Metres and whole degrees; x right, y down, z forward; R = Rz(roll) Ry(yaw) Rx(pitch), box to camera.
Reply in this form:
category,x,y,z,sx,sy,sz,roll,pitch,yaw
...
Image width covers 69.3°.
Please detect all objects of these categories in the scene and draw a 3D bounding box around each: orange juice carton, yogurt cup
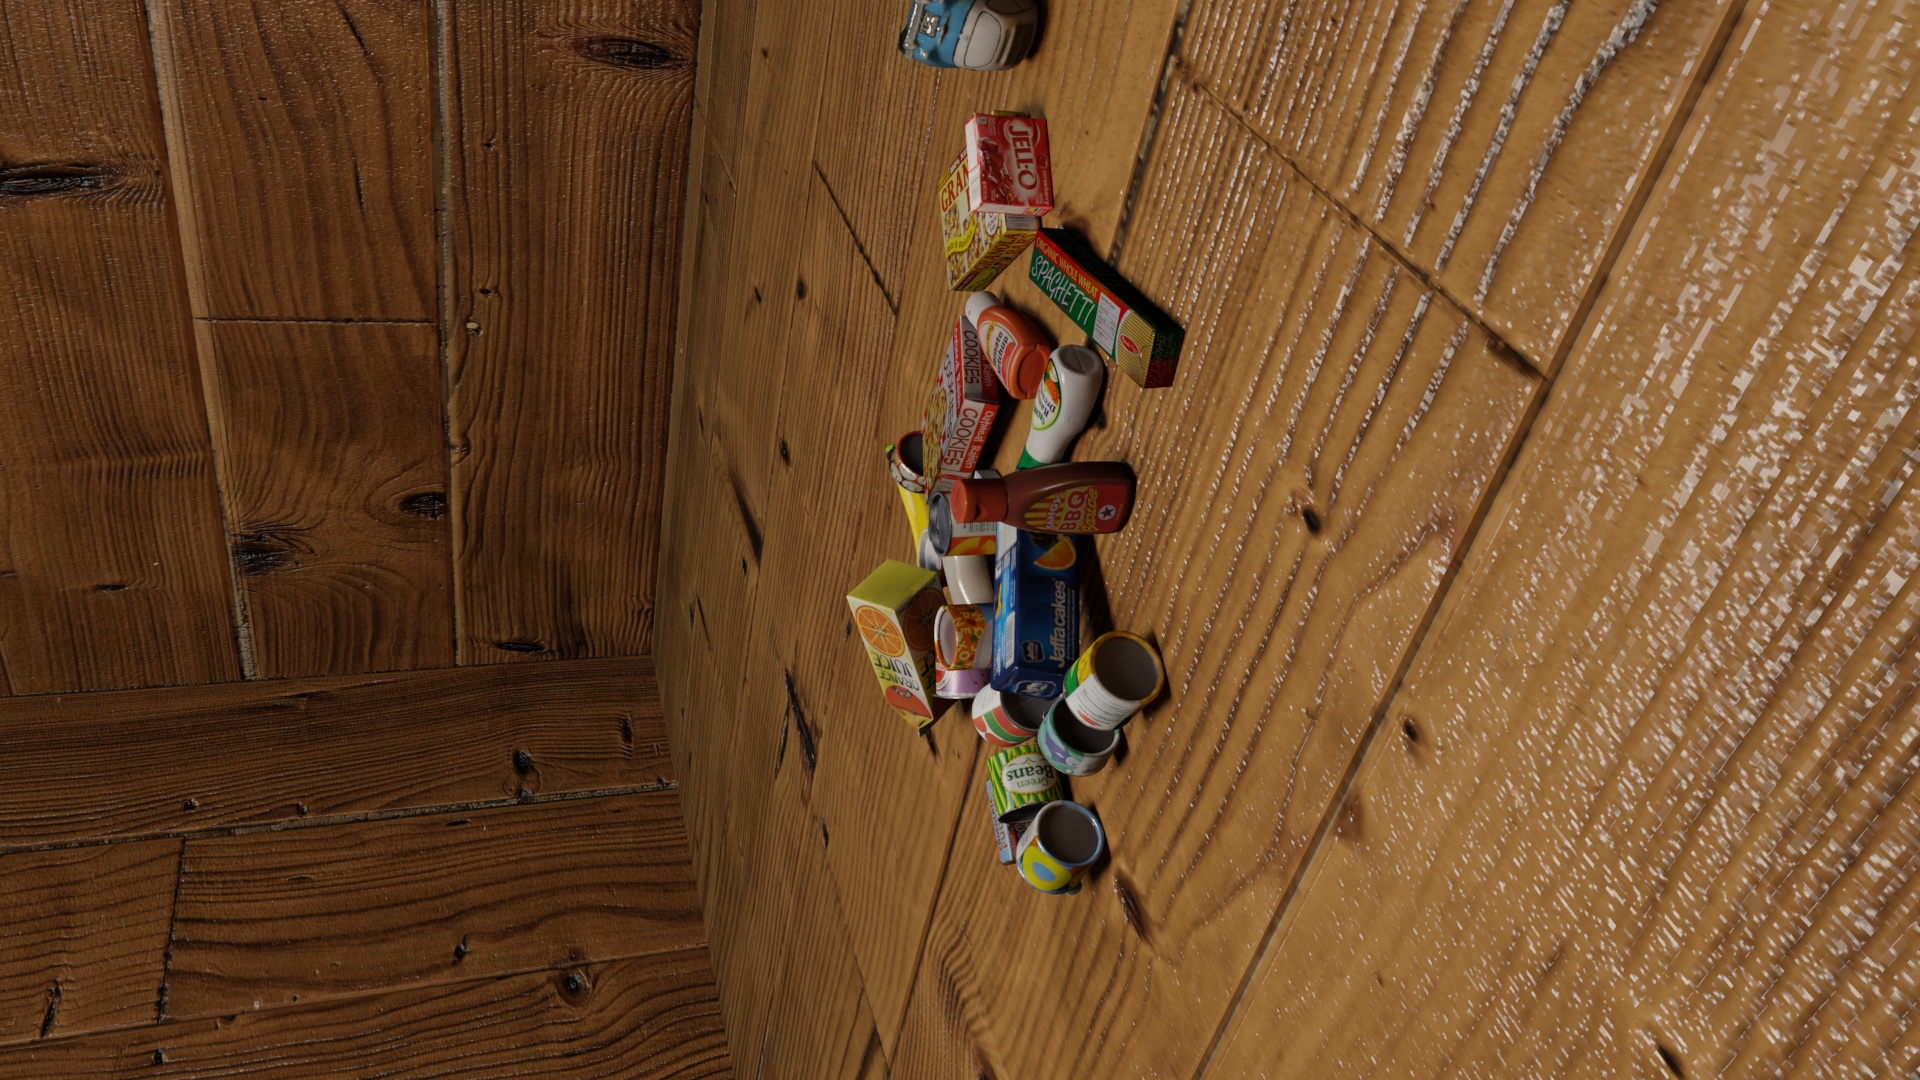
category,x,y,z,sx,sy,sz,roll,pitch,yaw
orange juice carton,-0.048,0.121,1.499,0.073,0.072,0.191,13,133,40
yogurt cup,-0.011,0.019,1.501,0.072,0.054,0.072,179,89,-69

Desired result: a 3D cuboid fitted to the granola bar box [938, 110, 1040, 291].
category,x,y,z,sx,sy,sz,roll,pitch,yaw
granola bar box,0.027,-0.335,1.389,0.165,0.039,0.124,152,114,-68

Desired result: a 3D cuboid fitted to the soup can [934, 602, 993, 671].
category,x,y,z,sx,sy,sz,roll,pitch,yaw
soup can,0.025,0.096,1.370,0.071,0.084,0.071,179,89,-69

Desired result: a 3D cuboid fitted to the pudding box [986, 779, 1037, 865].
category,x,y,z,sx,sy,sz,roll,pitch,yaw
pudding box,0.058,0.269,1.347,0.030,0.050,0.084,131,133,-59

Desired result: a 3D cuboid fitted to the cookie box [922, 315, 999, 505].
category,x,y,z,sx,sy,sz,roll,pitch,yaw
cookie box,-0.001,-0.133,1.452,0.166,0.040,0.123,113,160,-49

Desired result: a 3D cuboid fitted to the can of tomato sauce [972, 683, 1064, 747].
category,x,y,z,sx,sy,sz,roll,pitch,yaw
can of tomato sauce,0.056,0.159,1.321,0.082,0.071,0.071,135,130,-64

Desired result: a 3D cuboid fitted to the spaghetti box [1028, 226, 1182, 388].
category,x,y,z,sx,sy,sz,roll,pitch,yaw
spaghetti box,0.117,-0.202,1.174,0.251,0.029,0.050,-122,36,-53

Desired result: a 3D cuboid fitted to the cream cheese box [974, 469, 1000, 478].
category,x,y,z,sx,sy,sz,roll,pitch,yaw
cream cheese box,0.039,-0.026,1.406,0.104,0.024,0.053,-124,36,-55

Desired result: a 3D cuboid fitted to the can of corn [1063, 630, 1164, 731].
category,x,y,z,sx,sy,sz,roll,pitch,yaw
can of corn,0.125,0.112,1.131,0.058,0.071,0.071,123,140,-56

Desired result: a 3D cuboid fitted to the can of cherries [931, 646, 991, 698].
category,x,y,z,sx,sy,sz,roll,pitch,yaw
can of cherries,0.004,0.132,1.447,0.071,0.071,0.058,-179,87,-70

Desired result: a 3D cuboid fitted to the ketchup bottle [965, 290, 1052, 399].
category,x,y,z,sx,sy,sz,roll,pitch,yaw
ketchup bottle,0.045,-0.196,1.348,0.149,0.043,0.064,-119,33,-52

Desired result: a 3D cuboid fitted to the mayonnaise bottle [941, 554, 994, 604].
category,x,y,z,sx,sy,sz,roll,pitch,yaw
mayonnaise bottle,0.005,0.026,1.438,0.064,0.041,0.148,175,82,-73

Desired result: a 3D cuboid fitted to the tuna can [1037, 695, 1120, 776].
category,x,y,z,sx,sy,sz,roll,pitch,yaw
tuna can,0.101,0.165,1.194,0.032,0.071,0.071,113,148,-46

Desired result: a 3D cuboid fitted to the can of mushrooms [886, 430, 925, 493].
category,x,y,z,sx,sy,sz,roll,pitch,yaw
can of mushrooms,-0.047,-0.090,1.565,0.033,0.071,0.071,123,140,-55

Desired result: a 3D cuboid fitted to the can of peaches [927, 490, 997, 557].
category,x,y,z,sx,sy,sz,roll,pitch,yaw
can of peaches,0.005,-0.017,1.376,0.071,0.058,0.071,177,89,-70

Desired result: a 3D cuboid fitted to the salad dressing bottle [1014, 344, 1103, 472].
category,x,y,z,sx,sy,sz,roll,pitch,yaw
salad dressing bottle,0.085,-0.107,1.246,0.146,0.044,0.064,109,152,-45

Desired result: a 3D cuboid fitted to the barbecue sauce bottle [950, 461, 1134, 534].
category,x,y,z,sx,sy,sz,roll,pitch,yaw
barbecue sauce bottle,0.067,-0.034,1.151,0.044,0.149,0.064,-115,30,-47

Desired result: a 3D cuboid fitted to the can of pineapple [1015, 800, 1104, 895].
category,x,y,z,sx,sy,sz,roll,pitch,yaw
can of pineapple,0.090,0.275,1.240,0.057,0.071,0.071,114,148,-49

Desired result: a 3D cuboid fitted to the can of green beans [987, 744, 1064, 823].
category,x,y,z,sx,sy,sz,roll,pitch,yaw
can of green beans,0.062,0.229,1.308,0.071,0.071,0.058,124,140,-57
